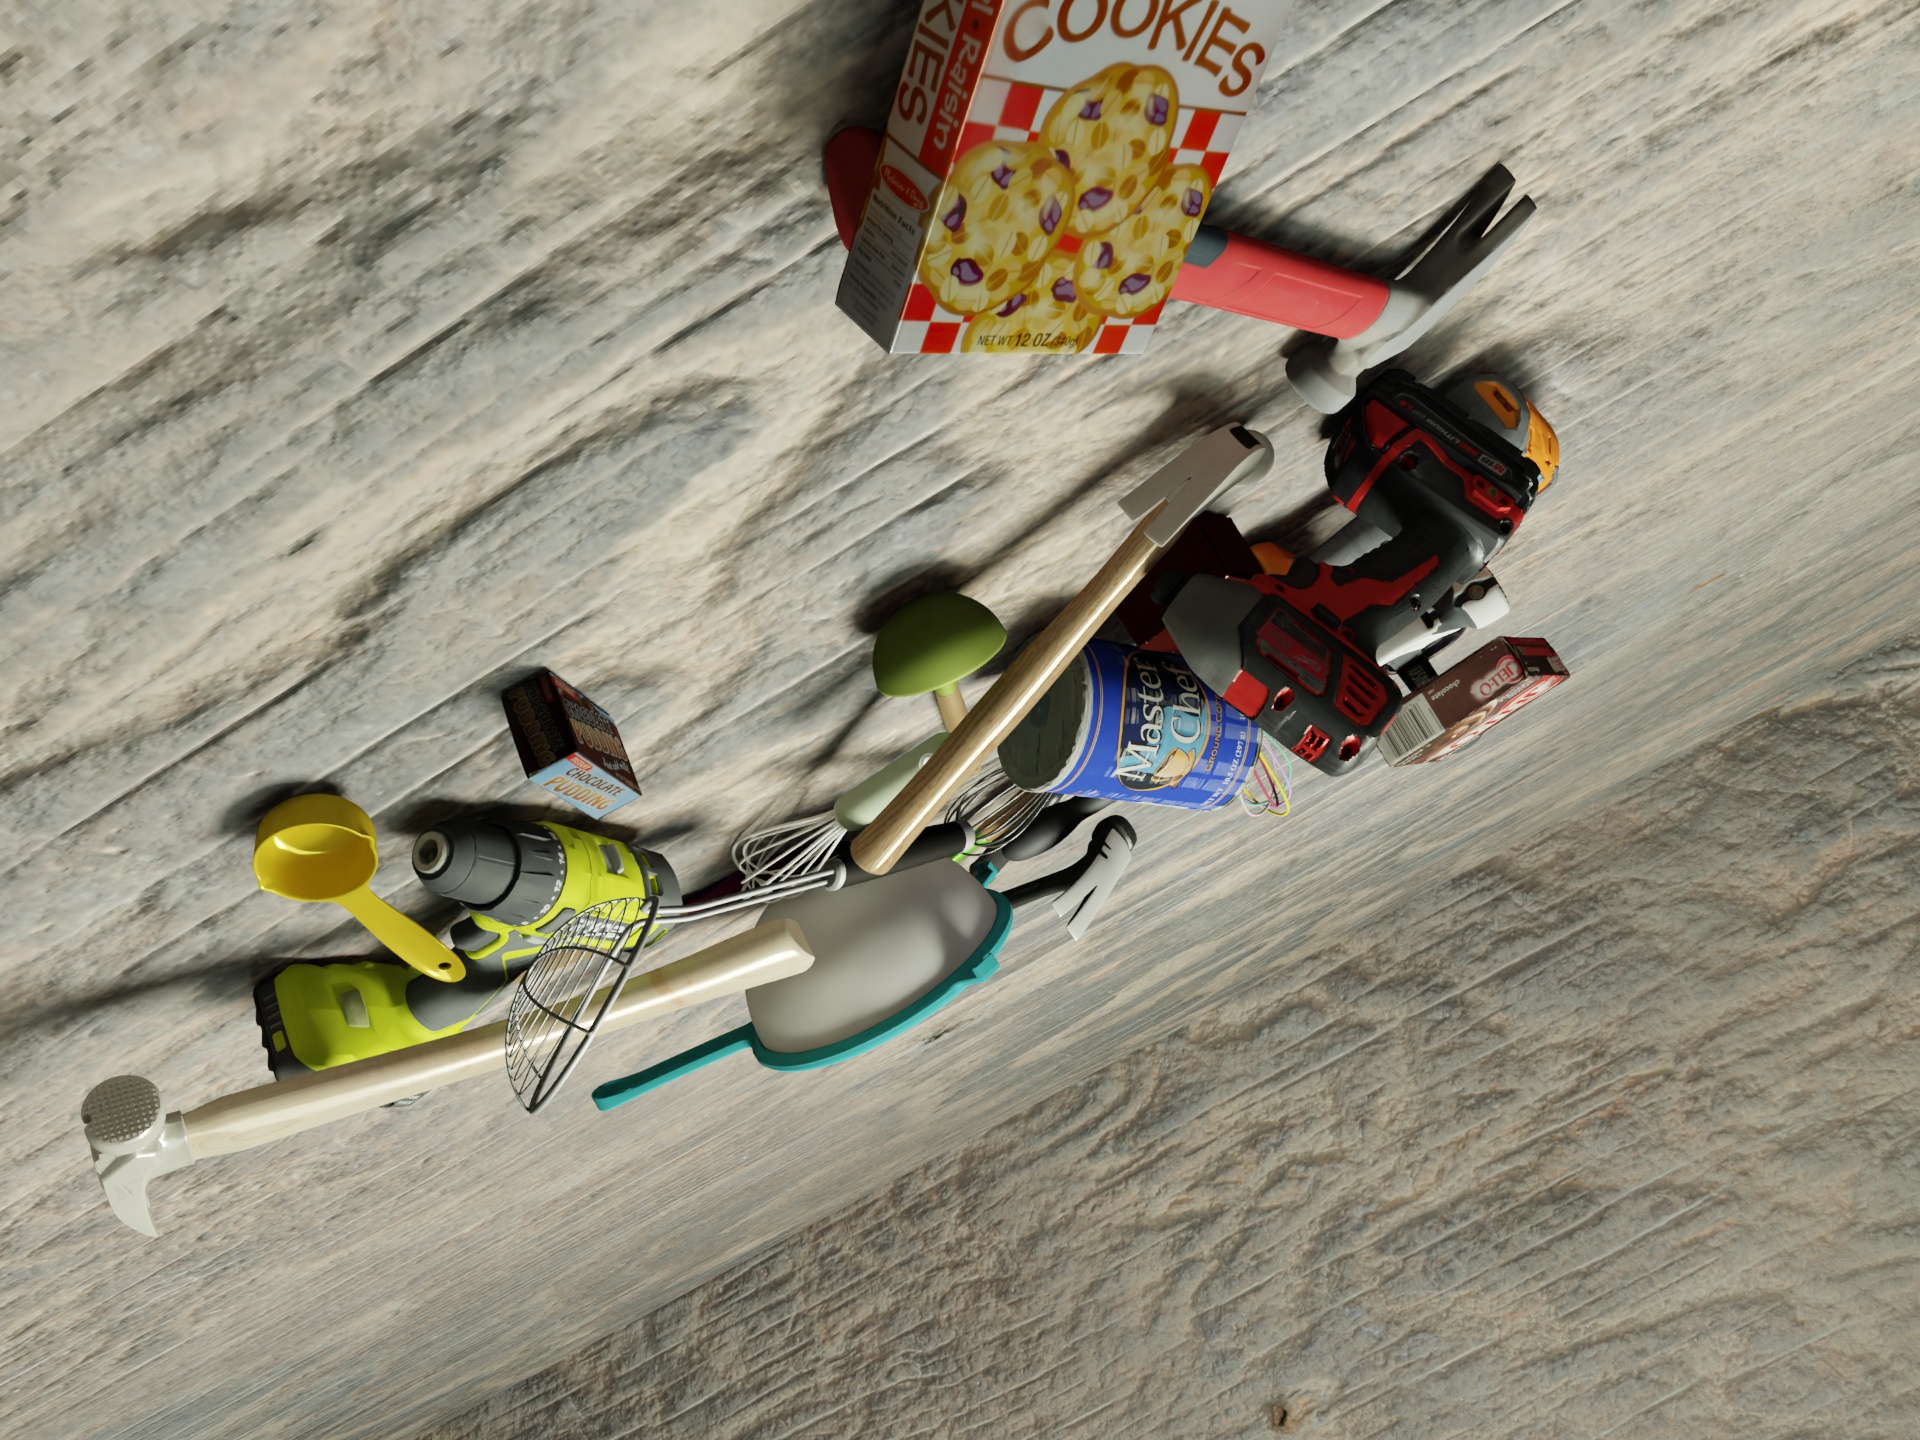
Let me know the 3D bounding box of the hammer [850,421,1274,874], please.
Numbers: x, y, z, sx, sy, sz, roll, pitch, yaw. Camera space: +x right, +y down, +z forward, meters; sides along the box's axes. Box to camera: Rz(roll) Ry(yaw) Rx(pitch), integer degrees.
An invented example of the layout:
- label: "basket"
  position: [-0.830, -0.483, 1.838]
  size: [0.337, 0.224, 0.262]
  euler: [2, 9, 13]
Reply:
- label: "hammer"
  position: [0.046, -0.033, 0.883]
  size: [0.331, 0.031, 0.130]
  euler: [-49, 171, 21]

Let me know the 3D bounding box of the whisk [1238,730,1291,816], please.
- label: "whisk"
  position: [0.195, -0.006, 1.131]
  size: [0.051, 0.047, 0.244]
  euler: [-25, 135, 6]

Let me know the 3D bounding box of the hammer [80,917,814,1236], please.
- label: "hammer"
  position: [-0.280, 0.197, 0.937]
  size: [0.410, 0.038, 0.146]
  euler: [-14, 149, -28]

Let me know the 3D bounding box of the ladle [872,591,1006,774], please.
- label: "ladle"
  position: [-0.002, -0.003, 1.000]
  size: [0.078, 0.062, 0.320]
  euler: [-26, 162, -3]

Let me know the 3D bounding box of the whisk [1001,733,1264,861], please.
- label: "whisk"
  position: [0.153, 0.029, 1.218]
  size: [0.284, 0.070, 0.070]
  euler: [-33, 159, 4]

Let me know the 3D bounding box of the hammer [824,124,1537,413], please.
- label: "hammer"
  position: [0.104, -0.206, 0.671]
  size: [0.386, 0.038, 0.143]
  euler: [-4, 148, -46]

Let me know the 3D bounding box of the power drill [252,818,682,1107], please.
- label: "power drill"
  position: [-0.301, 0.136, 0.935]
  size: [0.228, 0.080, 0.190]
  euler: [-35, 154, 14]

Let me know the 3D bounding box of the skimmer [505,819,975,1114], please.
- label: "skimmer"
  position: [-0.106, 0.128, 0.936]
  size: [0.363, 0.090, 0.127]
  euler: [-12, 151, -45]

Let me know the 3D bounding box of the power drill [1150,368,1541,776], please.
- label: "power drill"
  position: [0.209, -0.086, 0.875]
  size: [0.220, 0.143, 0.078]
  euler: [-49, 170, -26]

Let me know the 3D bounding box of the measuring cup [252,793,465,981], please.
- label: "measuring cup"
  position: [-0.302, 0.089, 0.819]
  size: [0.062, 0.029, 0.156]
  euler: [-24, 139, 3]

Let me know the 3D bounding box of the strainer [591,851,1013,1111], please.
- label: "strainer"
  position: [-0.132, 0.176, 1.139]
  size: [0.340, 0.095, 0.211]
  euler: [-26, -166, 8]

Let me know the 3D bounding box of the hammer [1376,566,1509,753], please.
- label: "hammer"
  position: [0.345, -0.017, 1.178]
  size: [0.149, 0.036, 0.408]
  euler: [-31, 160, 15]

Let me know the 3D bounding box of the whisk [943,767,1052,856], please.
- label: "whisk"
  position: [0.086, 0.024, 1.184]
  size: [0.239, 0.055, 0.055]
  euler: [-36, 158, 12]

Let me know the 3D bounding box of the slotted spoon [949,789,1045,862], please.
- label: "slotted spoon"
  position: [0.037, 0.074, 1.249]
  size: [0.313, 0.031, 0.070]
  euler: [-40, 169, 20]

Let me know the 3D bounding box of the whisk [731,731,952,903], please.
- label: "whisk"
  position: [-0.076, 0.063, 1.034]
  size: [0.246, 0.057, 0.059]
  euler: [-33, -162, 43]

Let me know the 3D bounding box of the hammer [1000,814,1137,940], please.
- label: "hammer"
  position: [-0.013, 0.168, 1.283]
  size: [0.337, 0.034, 0.127]
  euler: [-25, -165, 36]

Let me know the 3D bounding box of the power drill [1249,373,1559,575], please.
- label: "power drill"
  position: [0.289, -0.121, 1.043]
  size: [0.226, 0.084, 0.164]
  euler: [-41, 156, 23]

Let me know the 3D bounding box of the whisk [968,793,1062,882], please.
- label: "whisk"
  position: [0.008, 0.141, 1.353]
  size: [0.073, 0.073, 0.295]
  euler: [-7, 145, -43]

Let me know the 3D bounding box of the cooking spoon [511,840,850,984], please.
- label: "cooking spoon"
  position: [-0.220, 0.144, 1.130]
  size: [0.319, 0.017, 0.068]
  euler: [-18, 157, -26]
